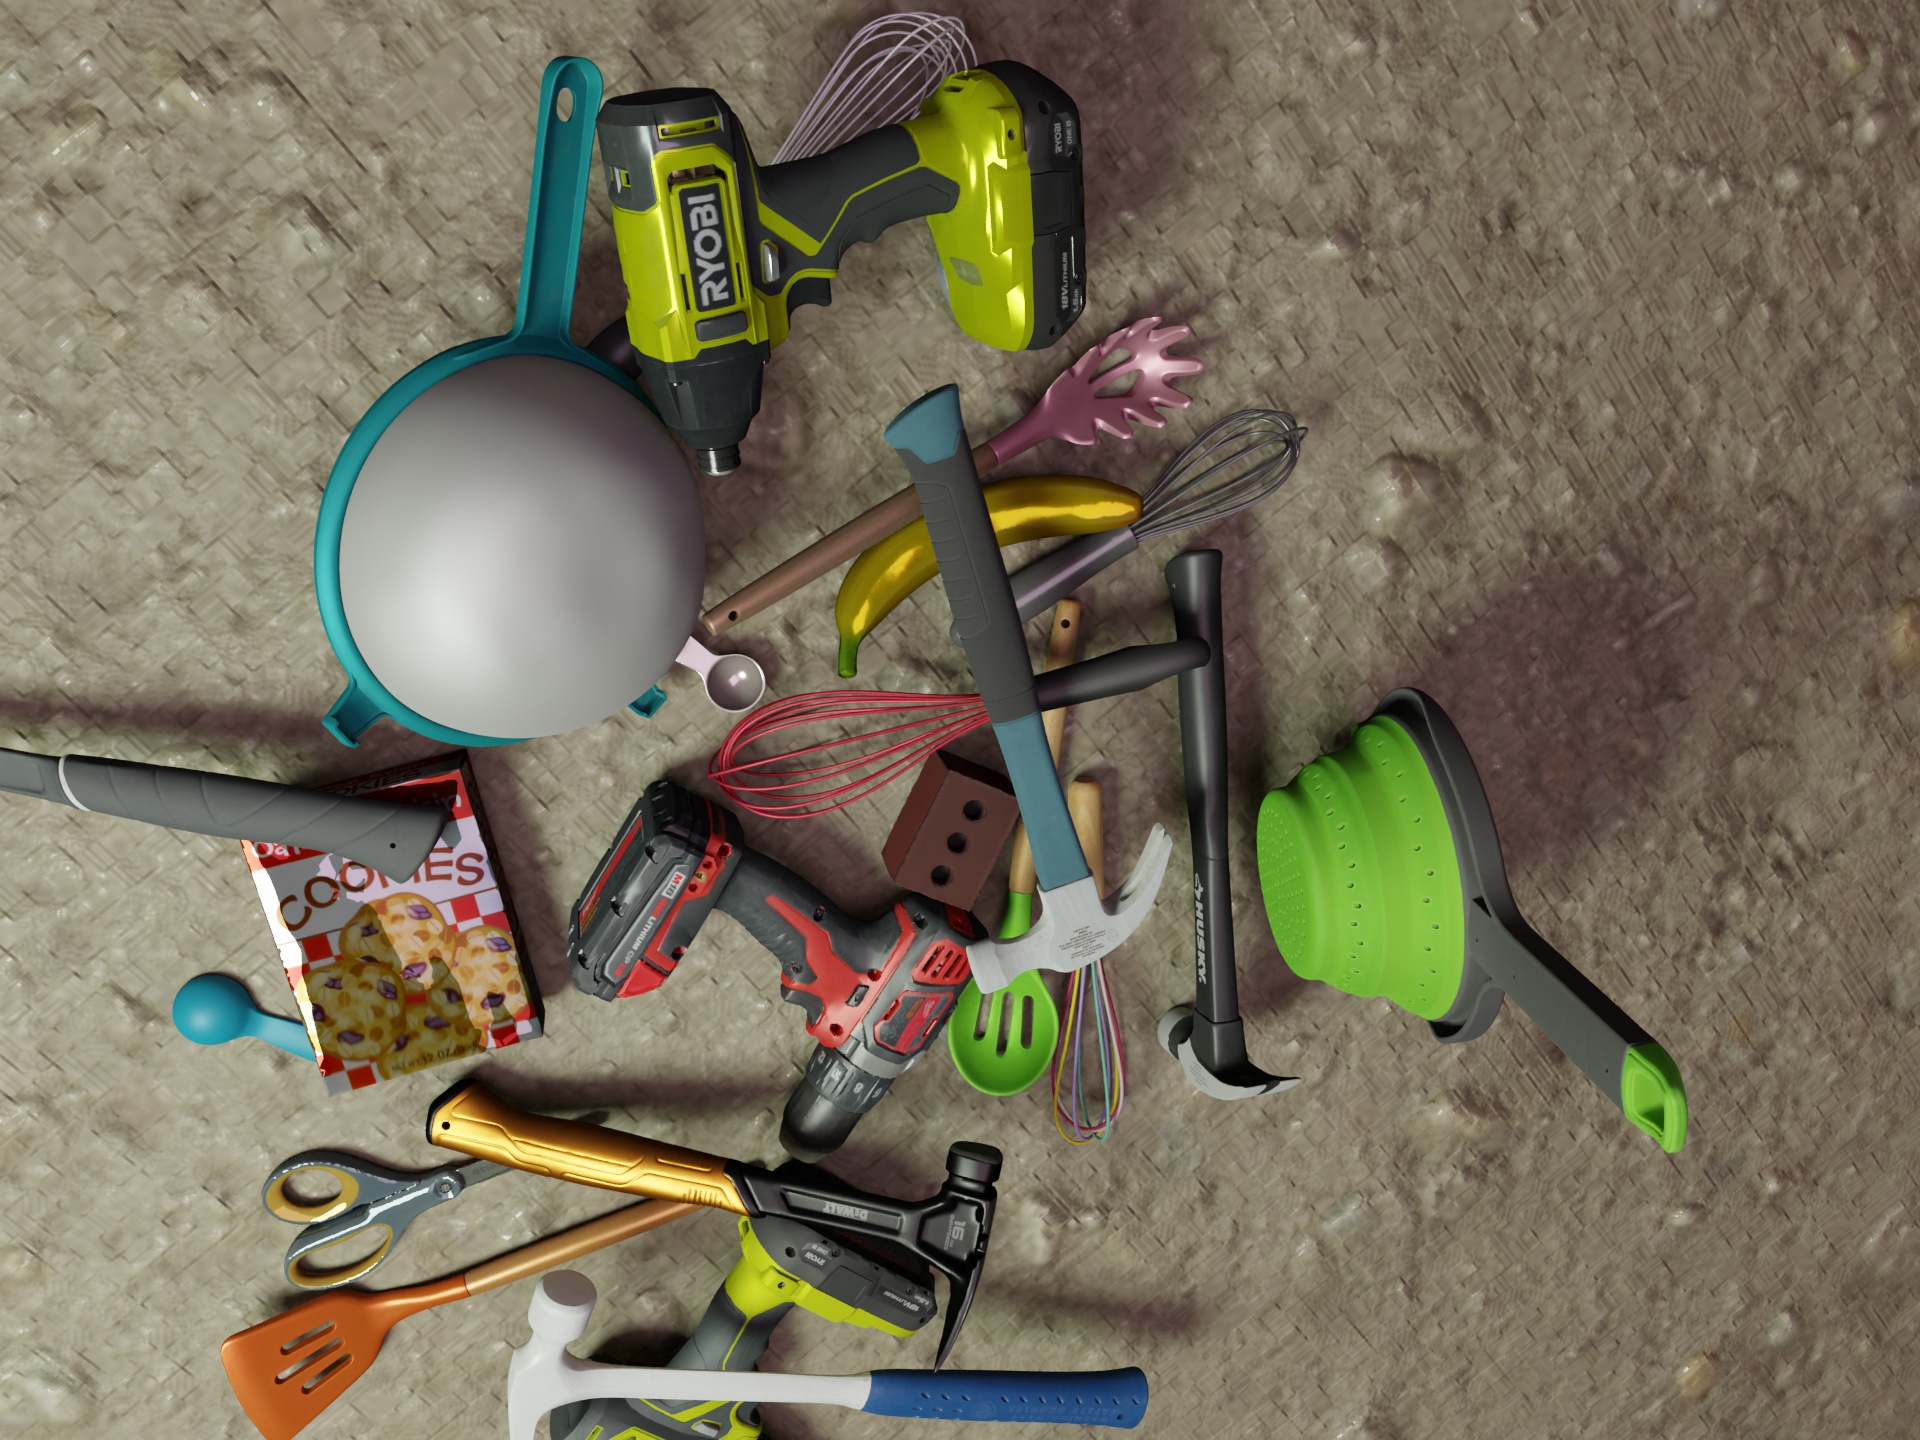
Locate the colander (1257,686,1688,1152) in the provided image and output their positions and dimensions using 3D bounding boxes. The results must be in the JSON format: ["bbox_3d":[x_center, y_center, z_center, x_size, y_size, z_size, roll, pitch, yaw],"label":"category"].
[{"bbox_3d":[0.238,0.111,0.835,0.094,0.397,0.204,-8,108,-4],"label":"colander"}]

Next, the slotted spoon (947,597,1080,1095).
[{"bbox_3d":[0.044,0.080,0.976,0.070,0.031,0.313,10,102,7],"label":"slotted spoon"}]

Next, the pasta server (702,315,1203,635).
[{"bbox_3d":[-0.002,-0.131,0.865,0.316,0.040,0.060,-33,116,-17],"label":"pasta server"}]

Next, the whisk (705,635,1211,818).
[{"bbox_3d":[-0.001,-0.003,0.903,0.296,0.073,0.073,-14,109,1],"label":"whisk"}]

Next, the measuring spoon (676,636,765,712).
[{"bbox_3d":[-0.165,-0.048,0.903,0.124,0.018,0.034,35,94,-12],"label":"measuring spoon"}]

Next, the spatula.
[{"bbox_3d":[-0.278,0.343,0.976,0.322,0.041,0.081,-19,108,-7],"label":"spatula"}]

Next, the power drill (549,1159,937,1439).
[{"bbox_3d":[-0.120,0.410,1.012,0.190,0.080,0.228,36,98,-24],"label":"power drill"}]

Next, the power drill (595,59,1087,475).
[{"bbox_3d":[-0.053,-0.222,0.763,0.223,0.080,0.171,-20,123,-25],"label":"power drill"}]

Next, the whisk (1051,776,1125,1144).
[{"bbox_3d":[0.078,0.156,0.999,0.047,0.051,0.245,-3,104,-5],"label":"whisk"}]

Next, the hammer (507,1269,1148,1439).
[{"bbox_3d":[-0.071,0.410,0.965,0.405,0.035,0.144,12,110,-23],"label":"hammer"}]

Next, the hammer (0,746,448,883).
[{"bbox_3d":[-0.472,0.023,0.815,0.409,0.036,0.149,11,102,-7],"label":"hammer"}]

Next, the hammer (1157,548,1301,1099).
[{"bbox_3d":[0.151,0.065,0.953,0.035,0.146,0.334,-6,99,-13],"label":"hammer"}]

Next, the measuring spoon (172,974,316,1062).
[{"bbox_3d":[-0.388,0.185,0.914,0.128,0.021,0.042,25,99,-18],"label":"measuring spoon"}]

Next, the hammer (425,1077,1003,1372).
[{"bbox_3d":[-0.150,0.275,0.927,0.337,0.034,0.127,12,89,5],"label":"hammer"}]

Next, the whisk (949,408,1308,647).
[{"bbox_3d":[0.097,-0.109,0.924,0.239,0.055,0.055,-32,110,2],"label":"whisk"}]

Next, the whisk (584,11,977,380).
[{"bbox_3d":[-0.104,-0.262,0.829,0.284,0.070,0.070,-41,110,7],"label":"whisk"}]

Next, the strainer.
[{"bbox_3d":[-0.184,-0.136,0.762,0.211,0.095,0.340,-7,114,-47],"label":"strainer"}]

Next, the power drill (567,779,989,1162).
[{"bbox_3d":[-0.117,0.155,0.939,0.226,0.080,0.188,28,103,-22],"label":"power drill"}]

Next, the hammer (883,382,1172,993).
[{"bbox_3d":[0.025,-0.015,0.858,0.128,0.033,0.330,-18,107,-2],"label":"hammer"}]
